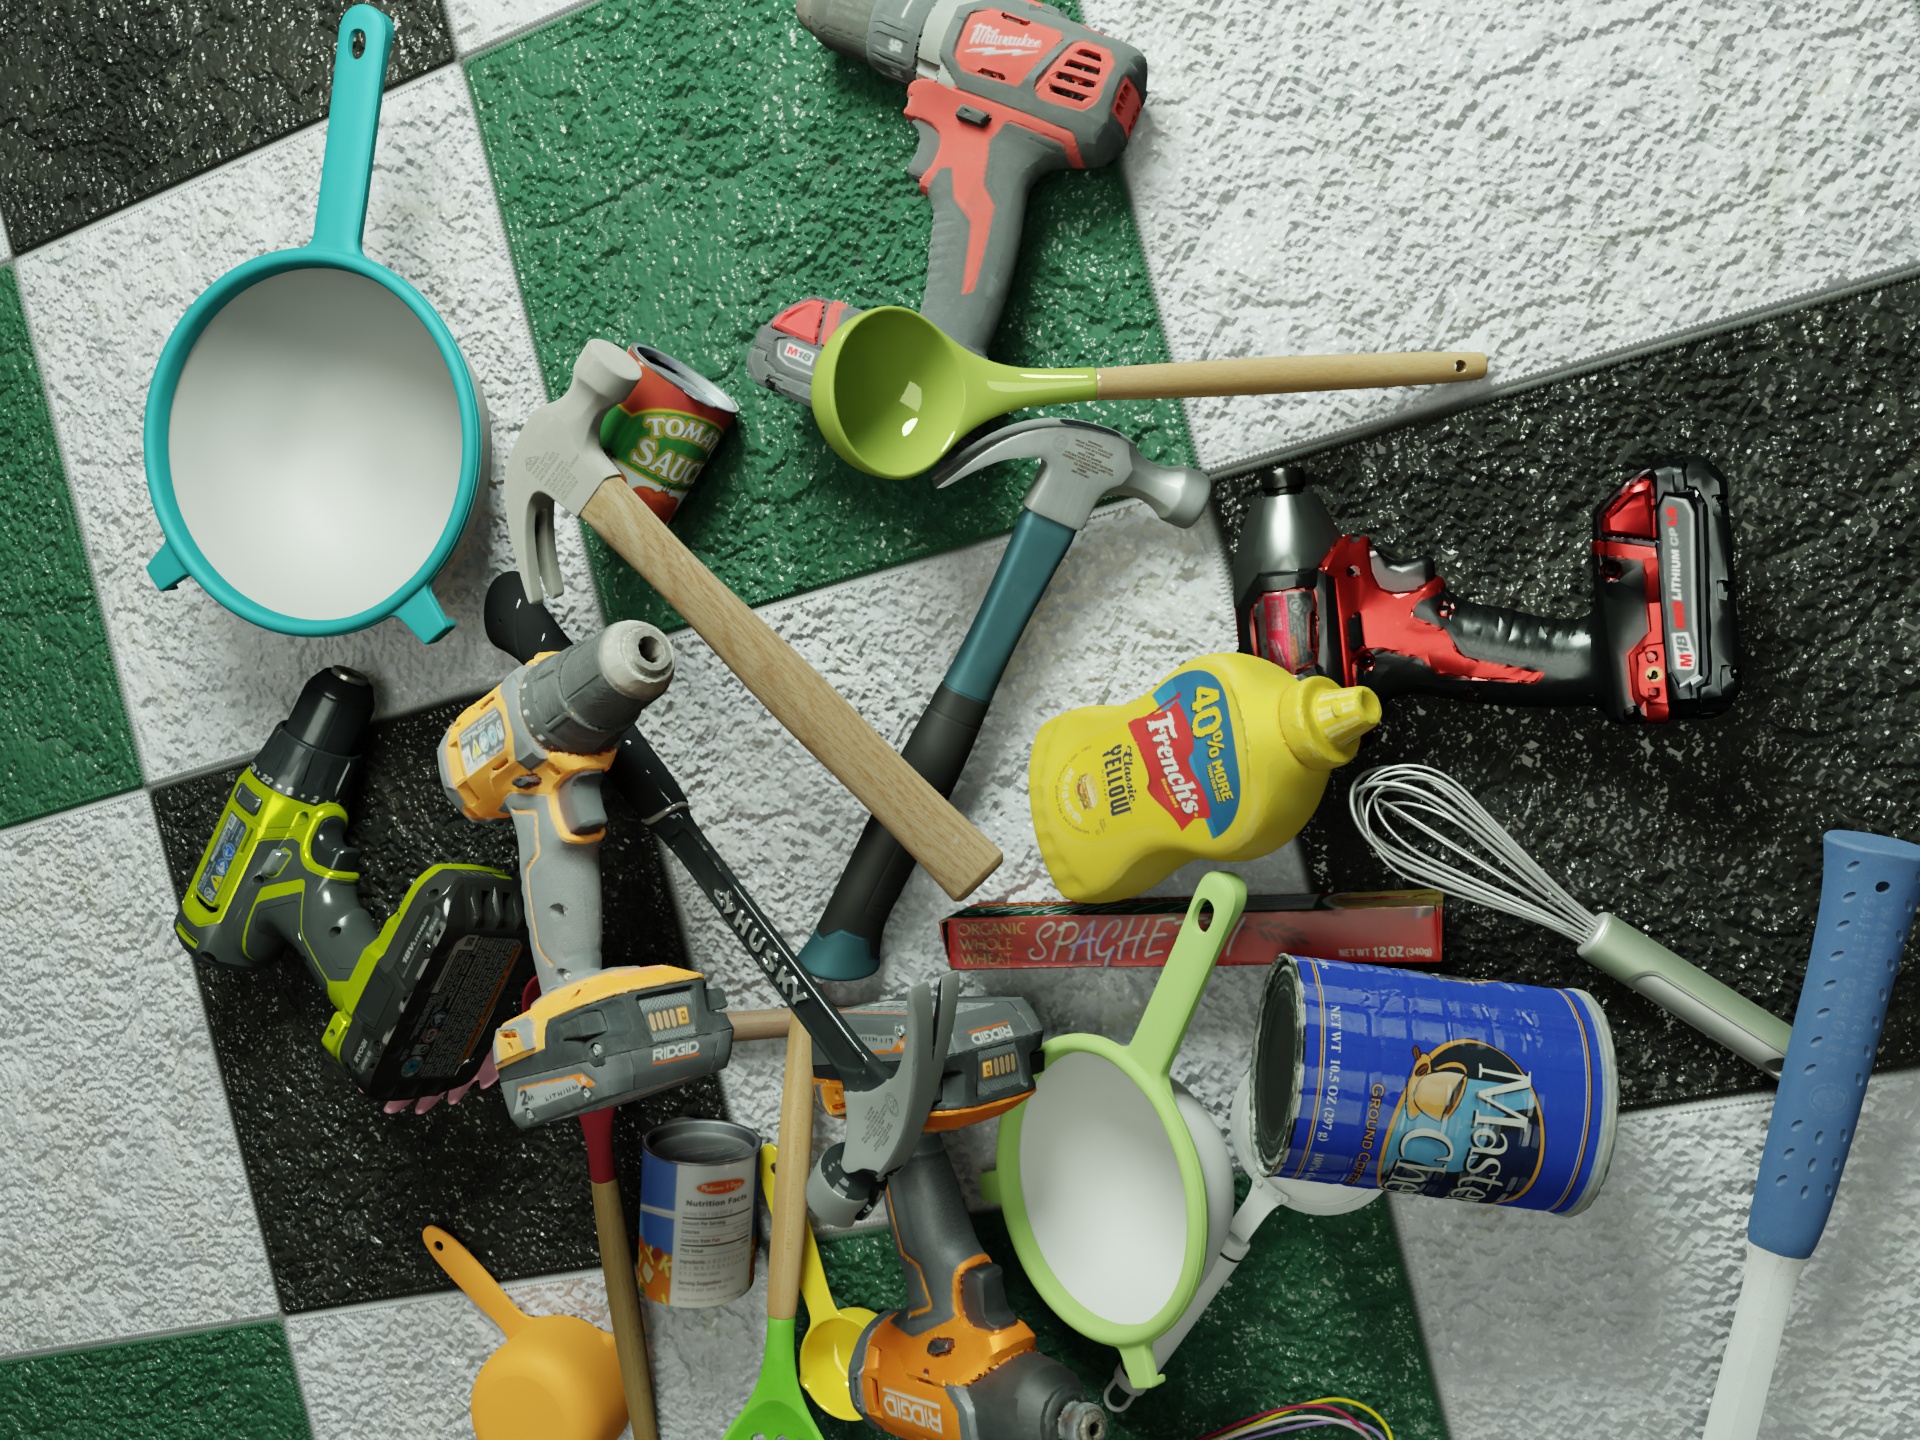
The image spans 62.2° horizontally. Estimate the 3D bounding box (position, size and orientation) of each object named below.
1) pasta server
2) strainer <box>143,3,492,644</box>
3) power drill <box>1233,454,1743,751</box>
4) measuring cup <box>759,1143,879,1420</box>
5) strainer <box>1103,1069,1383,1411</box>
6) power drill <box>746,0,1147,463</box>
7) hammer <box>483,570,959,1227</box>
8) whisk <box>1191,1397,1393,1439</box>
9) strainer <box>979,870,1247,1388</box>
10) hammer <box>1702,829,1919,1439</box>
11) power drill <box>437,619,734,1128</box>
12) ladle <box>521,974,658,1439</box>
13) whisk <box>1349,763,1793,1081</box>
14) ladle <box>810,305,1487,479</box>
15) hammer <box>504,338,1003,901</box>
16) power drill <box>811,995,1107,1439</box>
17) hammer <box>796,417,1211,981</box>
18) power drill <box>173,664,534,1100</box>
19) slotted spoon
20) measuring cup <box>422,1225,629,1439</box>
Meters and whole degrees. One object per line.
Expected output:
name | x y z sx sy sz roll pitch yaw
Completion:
pasta server | -0.207 0.186 0.920 0.316 0.040 0.060 -8 99 17
strainer | -0.336 -0.216 0.901 0.211 0.095 0.340 11 95 14
power drill | 0.236 -0.058 0.741 0.220 0.078 0.143 -5 93 21
measuring cup | -0.077 0.312 0.898 0.062 0.029 0.157 -28 76 23
strainer | 0.143 0.263 0.814 0.087 0.050 0.258 35 107 16
power drill | -0.029 -0.263 0.809 0.188 0.080 0.226 26 99 14
hammer | -0.143 0.058 0.826 0.409 0.036 0.149 48 127 27
whisk | 0.108 0.393 0.838 0.245 0.051 0.047 -17 68 22
strainer | 0.104 0.184 0.786 0.152 0.069 0.256 41 120 45
hammer | 0.374 0.249 0.720 0.144 0.035 0.405 11 103 16
power drill | -0.182 0.072 0.791 0.185 0.084 0.226 -28 72 43
ladle | -0.200 0.287 0.913 0.069 0.031 0.315 0 103 24
whisk | 0.291 0.097 0.750 0.246 0.059 0.057 33 142 9
ladle | 0.091 -0.158 0.739 0.320 0.062 0.078 -3 102 -3
hammer | -0.107 -0.034 0.808 0.331 0.031 0.130 45 115 6
power drill | 0.002 0.258 0.801 0.164 0.084 0.226 -11 85 50
hammer | -0.001 -0.003 0.827 0.128 0.033 0.331 22 107 -13
power drill | -0.347 0.091 0.915 0.229 0.080 0.190 31 97 31
slotted spoon | -0.094 0.301 0.872 0.070 0.031 0.314 4 91 13
measuring cup | -0.275 0.376 0.947 0.174 0.052 0.095 45 106 8
